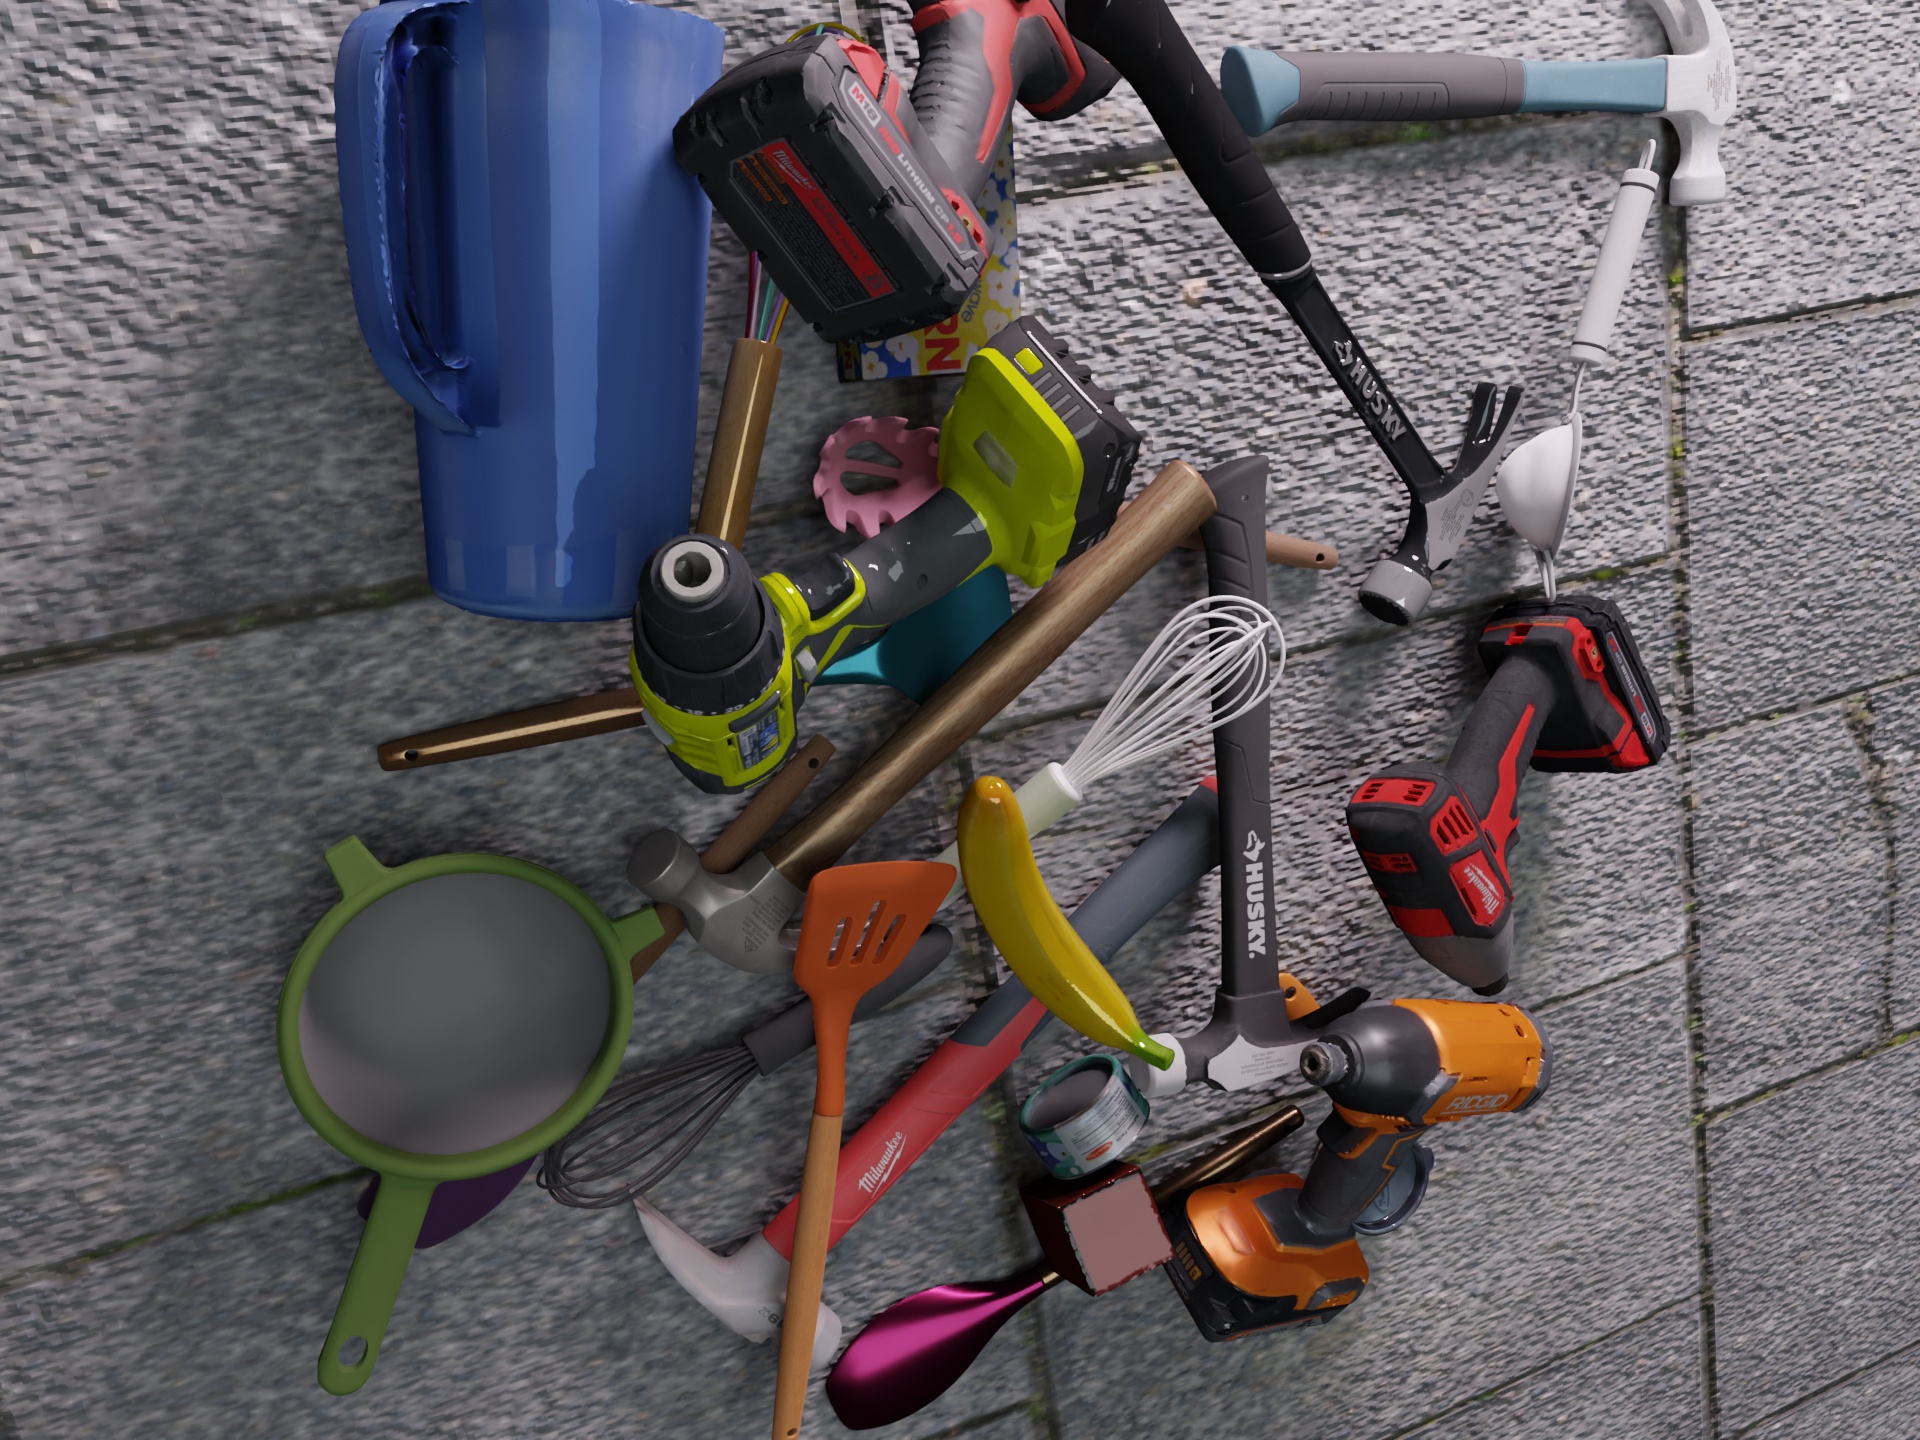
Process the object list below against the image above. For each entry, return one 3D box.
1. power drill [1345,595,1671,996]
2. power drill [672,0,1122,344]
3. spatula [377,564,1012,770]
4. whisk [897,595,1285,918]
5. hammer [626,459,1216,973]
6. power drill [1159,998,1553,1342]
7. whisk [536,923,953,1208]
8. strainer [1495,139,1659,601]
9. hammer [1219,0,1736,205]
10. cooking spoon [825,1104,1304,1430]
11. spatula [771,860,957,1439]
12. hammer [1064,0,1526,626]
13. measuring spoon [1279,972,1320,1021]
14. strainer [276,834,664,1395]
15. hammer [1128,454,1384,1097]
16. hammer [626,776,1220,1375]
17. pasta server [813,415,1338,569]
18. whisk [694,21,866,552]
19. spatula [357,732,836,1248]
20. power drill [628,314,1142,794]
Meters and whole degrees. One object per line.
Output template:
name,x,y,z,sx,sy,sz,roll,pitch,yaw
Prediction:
power drill,0.307,0.041,0.889,0.220,0.078,0.143,-45,115,-30
power drill,-0.023,-0.286,0.641,0.187,0.080,0.227,49,54,-33
spatula,-0.115,-0.016,0.768,0.317,0.044,0.082,-12,107,-15
whisk,0.060,0.026,0.799,0.246,0.058,0.059,-40,92,15
hammer,-0.001,-0.002,0.779,0.331,0.031,0.129,-43,130,-3
power drill,0.199,0.238,0.863,0.164,0.084,0.226,8,125,-37
whisk,-0.102,0.168,0.797,0.239,0.055,0.055,-30,111,-19
strainer,0.346,-0.197,0.892,0.050,0.087,0.258,16,95,8
hammer,0.289,-0.342,0.863,0.331,0.033,0.128,-9,105,-21
cooking spoon,0.067,0.307,0.913,0.319,0.017,0.068,-28,109,-15
spatula,-0.065,0.219,0.785,0.081,0.041,0.322,2,101,-35
hammer,0.171,-0.213,0.780,0.408,0.036,0.149,41,78,-41
measuring spoon,0.221,0.193,0.957,0.021,0.011,0.116,-43,113,-10
strainer,-0.247,0.175,0.726,0.151,0.069,0.256,17,95,-27
hammer,0.155,0.029,0.843,0.146,0.035,0.334,-6,99,-18
hammer,0.004,0.163,0.846,0.386,0.038,0.143,-45,112,-9
pasta server,0.069,-0.105,0.817,0.316,0.040,0.060,7,107,-25
whisk,-0.079,-0.182,0.683,0.047,0.051,0.245,12,89,-17
spatula,-0.168,0.129,0.777,0.059,0.018,0.316,43,84,-27
power drill,-0.038,-0.069,0.667,0.228,0.190,0.080,-36,78,-14
